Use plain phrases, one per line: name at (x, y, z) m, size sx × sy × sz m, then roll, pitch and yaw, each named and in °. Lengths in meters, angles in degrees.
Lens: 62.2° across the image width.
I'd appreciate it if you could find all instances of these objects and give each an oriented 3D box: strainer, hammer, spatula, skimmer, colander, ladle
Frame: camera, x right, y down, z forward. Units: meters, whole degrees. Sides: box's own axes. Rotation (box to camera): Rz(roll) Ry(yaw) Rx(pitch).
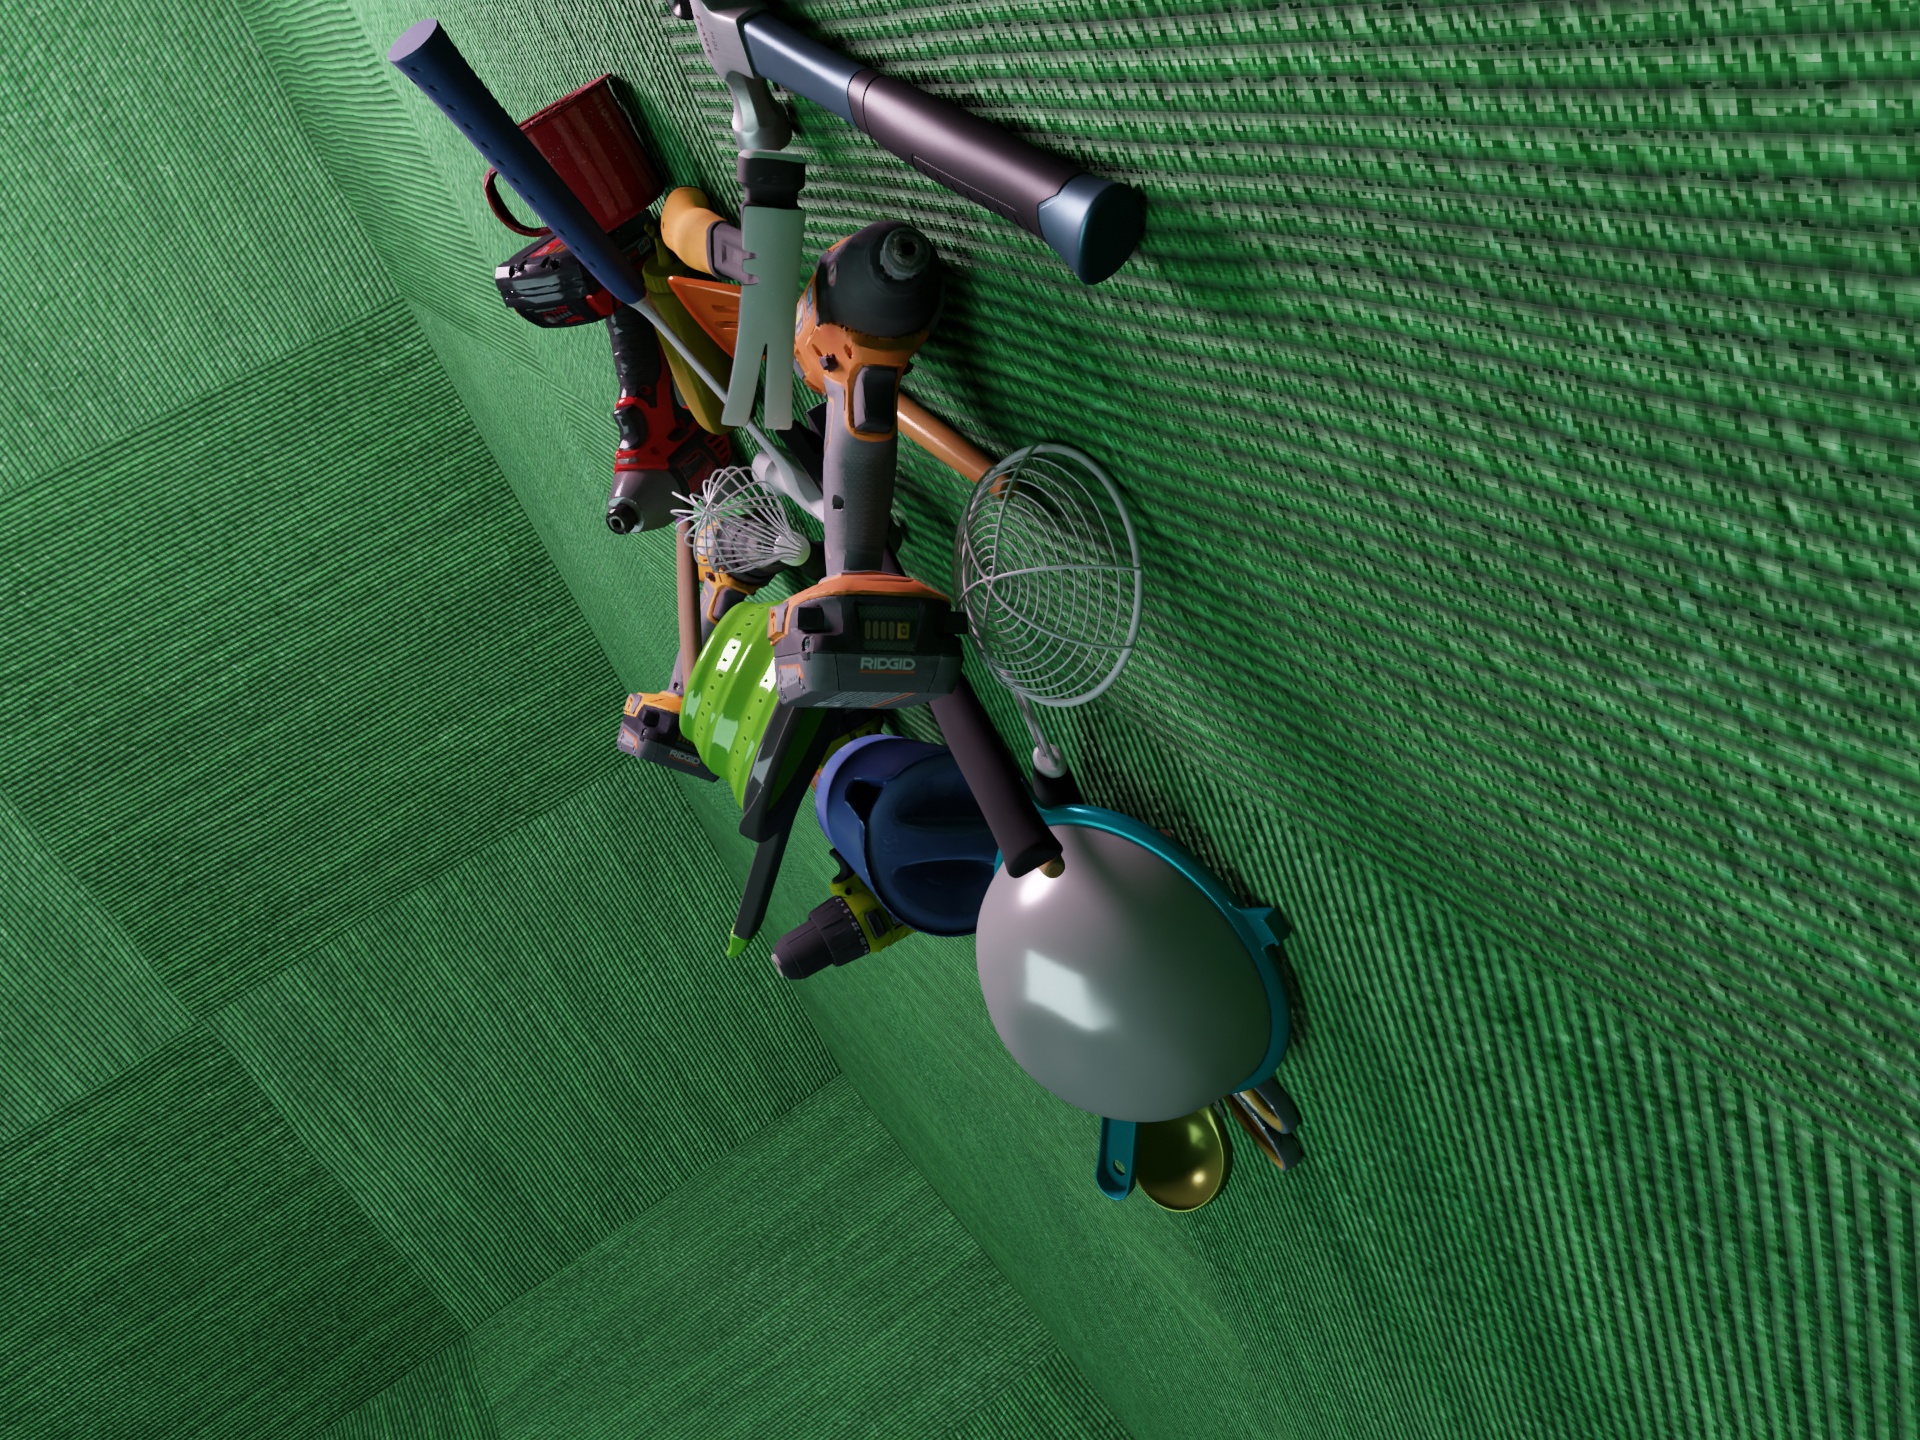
strainer at (0.080, 0.209, 0.970) m, size 0.211 × 0.095 × 0.340 m, roll 26°, pitch 136°, yaw 30°
hammer at (-0.032, -0.263, 0.690) m, size 0.331 × 0.033 × 0.128 m, roll 44°, pitch 161°, yaw 40°
spatula at (-0.222, -0.136, 1.293) m, size 0.059 × 0.018 × 0.316 m, roll 69°, pitch -171°, yaw -54°
hammer at (-0.195, -0.260, 1.000) m, size 0.144 × 0.035 × 0.405 m, roll 38°, pitch 173°, yaw 47°
hammer at (-0.134, -0.254, 0.883) m, size 0.337 × 0.034 × 0.127 m, roll -128°, pitch 41°, yaw -64°
skimmer at (0.066, -0.016, 0.889) m, size 0.127 × 0.090 × 0.363 m, roll 55°, pitch 176°, yaw 26°
colander at (-0.164, 0.037, 1.215) m, size 0.094 × 0.205 × 0.396 m, roll 24°, pitch 130°, yaw 4°
ladle at (0.133, 0.198, 1.012) m, size 0.078 × 0.062 × 0.319 m, roll 27°, pitch 141°, yaw 39°
spatula at (-0.069, -0.194, 0.928) m, size 0.323 × 0.041 × 0.080 m, roll 43°, pitch 177°, yaw 42°
hammer at (-0.022, -0.046, 0.907) m, size 0.335 × 0.035 × 0.146 m, roll 63°, pitch -177°, yaw 37°

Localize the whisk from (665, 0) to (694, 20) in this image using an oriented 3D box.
whisk at (-0.142, -0.411, 0.700) m, size 0.073 × 0.073 × 0.295 m, roll 55°, pitch 171°, yaw 11°

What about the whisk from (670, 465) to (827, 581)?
whisk at (-0.124, -0.121, 1.086) m, size 0.070 × 0.070 × 0.284 m, roll 55°, pitch -171°, yaw 8°

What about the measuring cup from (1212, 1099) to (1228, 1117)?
measuring cup at (0.130, 0.225, 1.151) m, size 0.168 × 0.038 × 0.083 m, roll 53°, pitch 165°, yaw 22°

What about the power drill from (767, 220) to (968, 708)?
power drill at (-0.044, -0.123, 0.775) m, size 0.164 × 0.084 × 0.226 m, roll 165°, pitch 105°, yaw -75°

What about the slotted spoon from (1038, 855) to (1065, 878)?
slotted spoon at (-0.002, -0.003, 0.967) m, size 0.314 × 0.070 × 0.031 m, roll -123°, pitch 29°, yaw -51°

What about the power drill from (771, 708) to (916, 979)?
power drill at (-0.108, 0.097, 1.371) m, size 0.228 × 0.190 × 0.080 m, roll 66°, pitch 165°, yaw -15°

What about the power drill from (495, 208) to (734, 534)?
power drill at (-0.248, -0.249, 1.173) m, size 0.078 × 0.143 × 0.219 m, roll 0°, pitch 126°, yaw 26°

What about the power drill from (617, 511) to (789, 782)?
power drill at (-0.205, -0.067, 1.330) m, size 0.084 × 0.226 × 0.185 m, roll 21°, pitch 175°, yaw -23°
